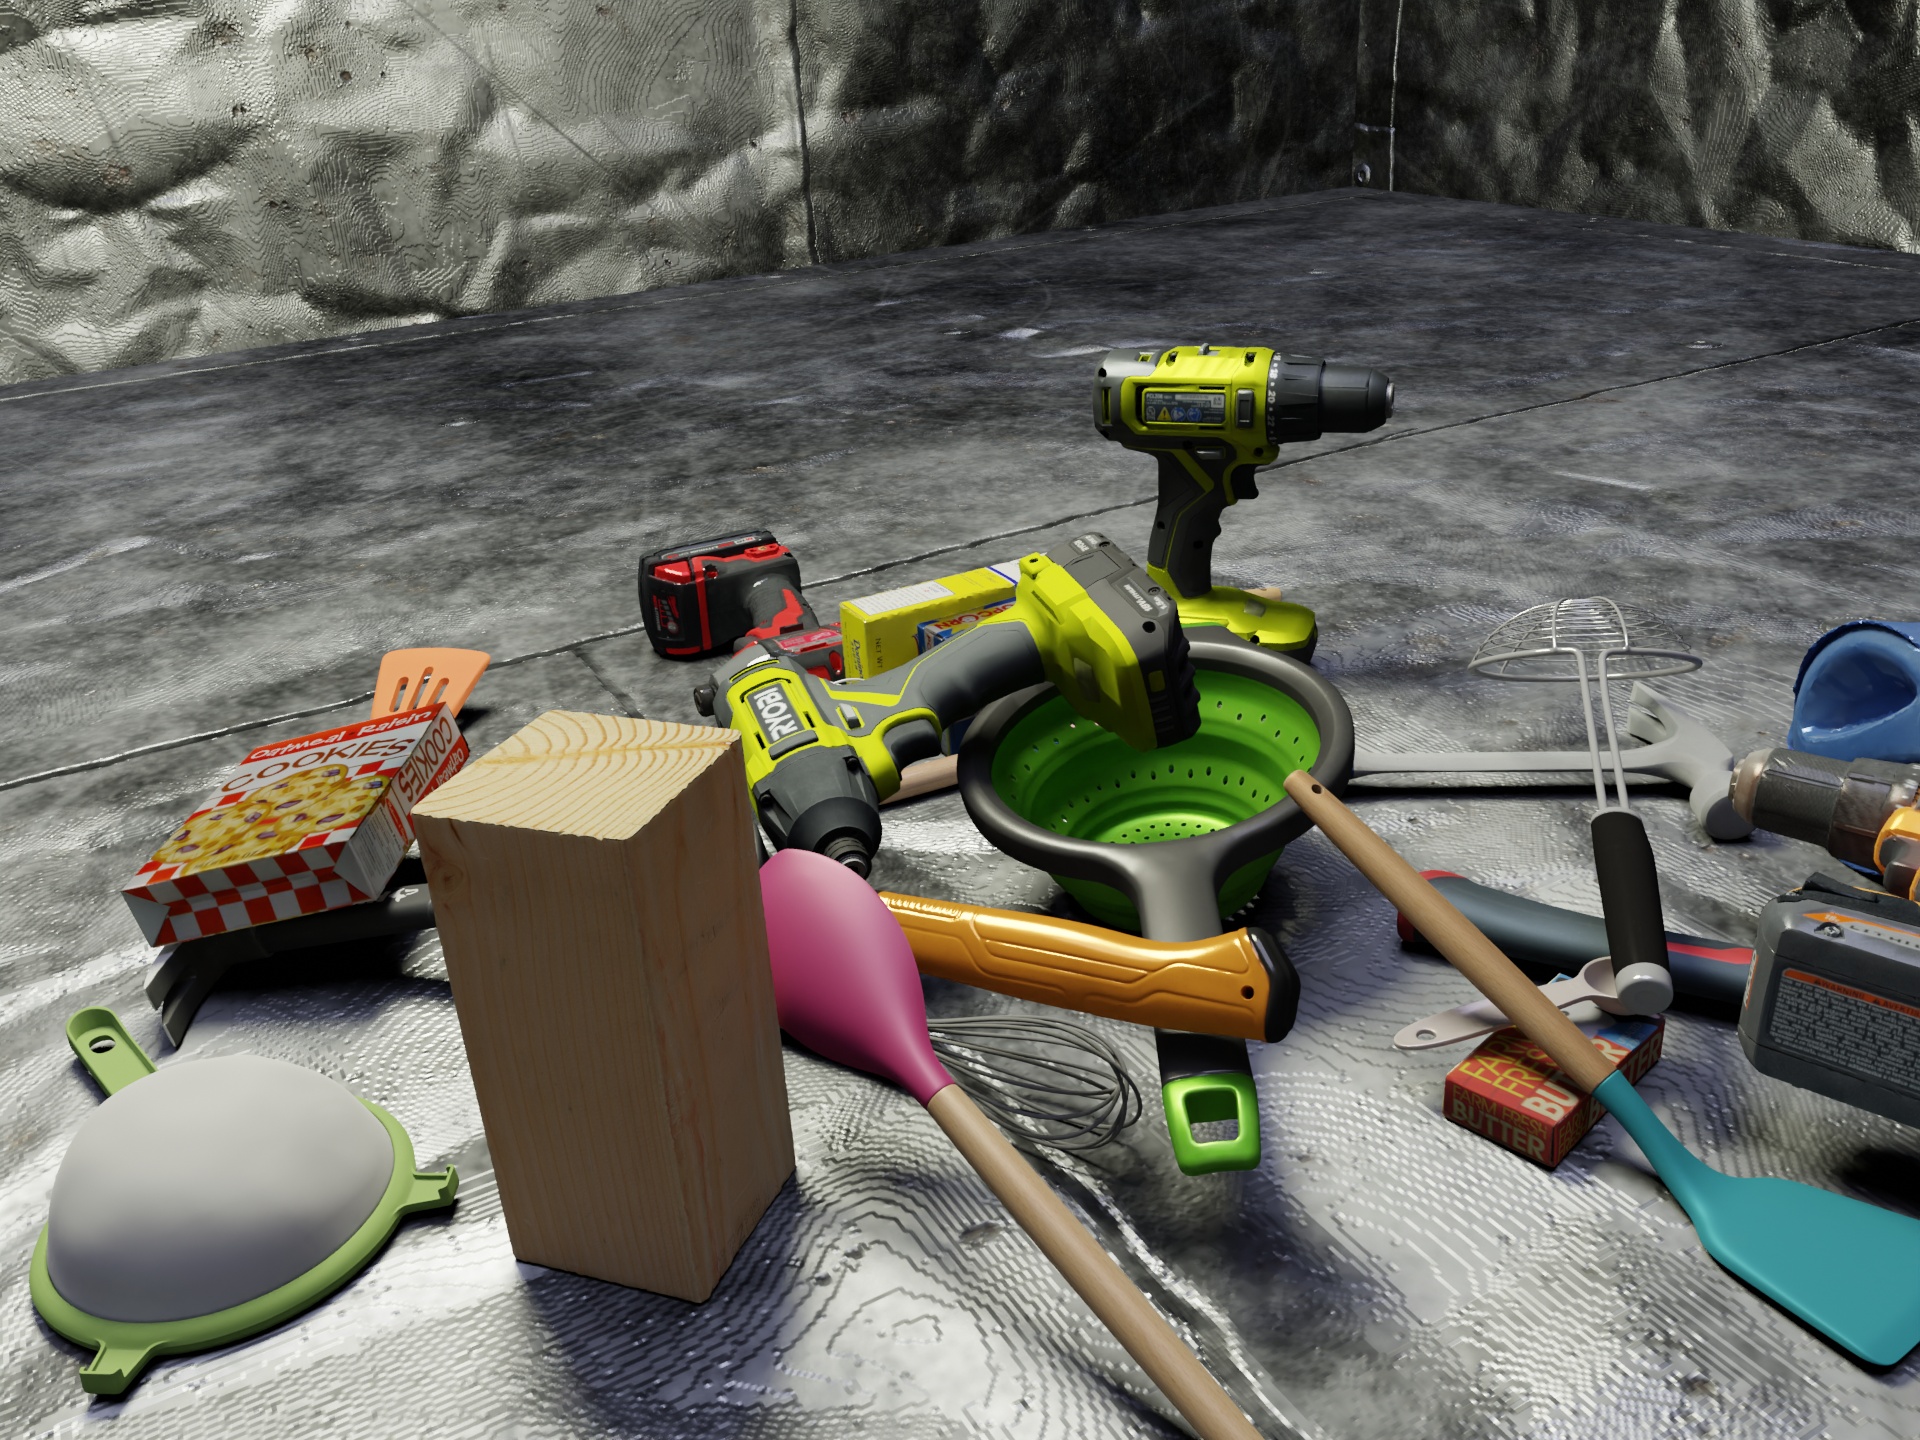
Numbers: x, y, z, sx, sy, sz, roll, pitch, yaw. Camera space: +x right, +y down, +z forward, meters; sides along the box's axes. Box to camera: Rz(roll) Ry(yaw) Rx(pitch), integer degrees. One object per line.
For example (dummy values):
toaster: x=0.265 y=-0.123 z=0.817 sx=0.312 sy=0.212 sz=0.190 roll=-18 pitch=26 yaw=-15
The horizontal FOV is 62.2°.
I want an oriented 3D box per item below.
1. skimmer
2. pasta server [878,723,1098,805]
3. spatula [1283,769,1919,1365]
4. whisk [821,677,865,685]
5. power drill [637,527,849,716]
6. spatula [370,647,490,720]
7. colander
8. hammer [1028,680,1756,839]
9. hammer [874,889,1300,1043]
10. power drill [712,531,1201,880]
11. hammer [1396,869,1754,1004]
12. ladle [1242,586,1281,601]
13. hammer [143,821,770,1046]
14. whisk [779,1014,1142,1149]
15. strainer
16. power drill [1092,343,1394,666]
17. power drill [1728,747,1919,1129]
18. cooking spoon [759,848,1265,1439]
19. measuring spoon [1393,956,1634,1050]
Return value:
skimmer: x=0.333 y=0.039 z=0.823 sx=0.127 sy=0.090 sz=0.363 roll=0 pitch=34 yaw=16
pasta server: x=0.030 y=0.014 z=0.999 sx=0.316 sy=0.040 sz=0.060 roll=-15 pitch=12 yaw=-21
spatula: x=0.251 y=0.123 z=0.656 sx=0.082 sy=0.044 sz=0.318 roll=-24 pitch=57 yaw=-33
whisk: x=-0.169 y=0.041 z=0.955 sx=0.284 sy=0.070 sz=0.070 roll=-23 pitch=31 yaw=-26
power drill: x=-0.149 y=-0.061 z=1.139 sx=0.143 sy=0.078 sz=0.220 roll=-16 pitch=31 yaw=-24
spatula: x=-0.393 y=0.039 z=0.997 sx=0.081 sy=0.041 sz=0.323 roll=2 pitch=27 yaw=9
colander: x=0.104 y=0.089 z=0.773 sx=0.204 sy=0.094 sz=0.397 roll=-8 pitch=32 yaw=6
hammer: x=0.244 y=0.024 z=0.952 sx=0.405 sy=0.035 sz=0.144 roll=-1 pitch=26 yaw=6
hammer: x=-0.027 y=0.096 z=0.669 sx=0.337 sy=0.127 sz=0.034 roll=7 pitch=-10 yaw=24
power drill: x=-0.001 y=-0.003 z=0.796 sx=0.223 sy=0.080 sz=0.171 roll=-23 pitch=34 yaw=-8
hammer: x=0.388 y=0.130 z=0.708 sx=0.386 sy=0.038 sz=0.143 roll=10 pitch=30 yaw=25
ladle: x=0.097 y=-0.082 z=1.172 sx=0.320 sy=0.062 sz=0.078 roll=-10 pitch=28 yaw=-19
hammer: x=-0.249 y=0.093 z=0.803 sx=0.335 sy=0.035 sz=0.146 roll=-9 pitch=24 yaw=15
whisk: x=-0.024 y=0.145 z=0.727 sx=0.239 sy=0.055 sz=0.055 roll=9 pitch=28 yaw=35
strainer: x=-0.344 y=0.165 z=0.691 sx=0.151 sy=0.069 sz=0.257 roll=-25 pitch=34 yaw=-37
power drill: x=0.189 y=-0.139 z=1.075 sx=0.190 sy=0.228 sz=0.080 roll=6 pitch=27 yaw=18
power drill: x=0.406 y=0.077 z=0.685 sx=0.185 sy=0.084 sz=0.226 roll=18 pitch=31 yaw=37
cooking spoon: x=0.009 y=0.160 z=0.598 sx=0.319 sy=0.069 sz=0.017 roll=44 pitch=6 yaw=32
measuring spoon: x=0.249 y=0.131 z=0.699 sx=0.124 sy=0.018 sz=0.034 roll=-14 pitch=23 yaw=-5
